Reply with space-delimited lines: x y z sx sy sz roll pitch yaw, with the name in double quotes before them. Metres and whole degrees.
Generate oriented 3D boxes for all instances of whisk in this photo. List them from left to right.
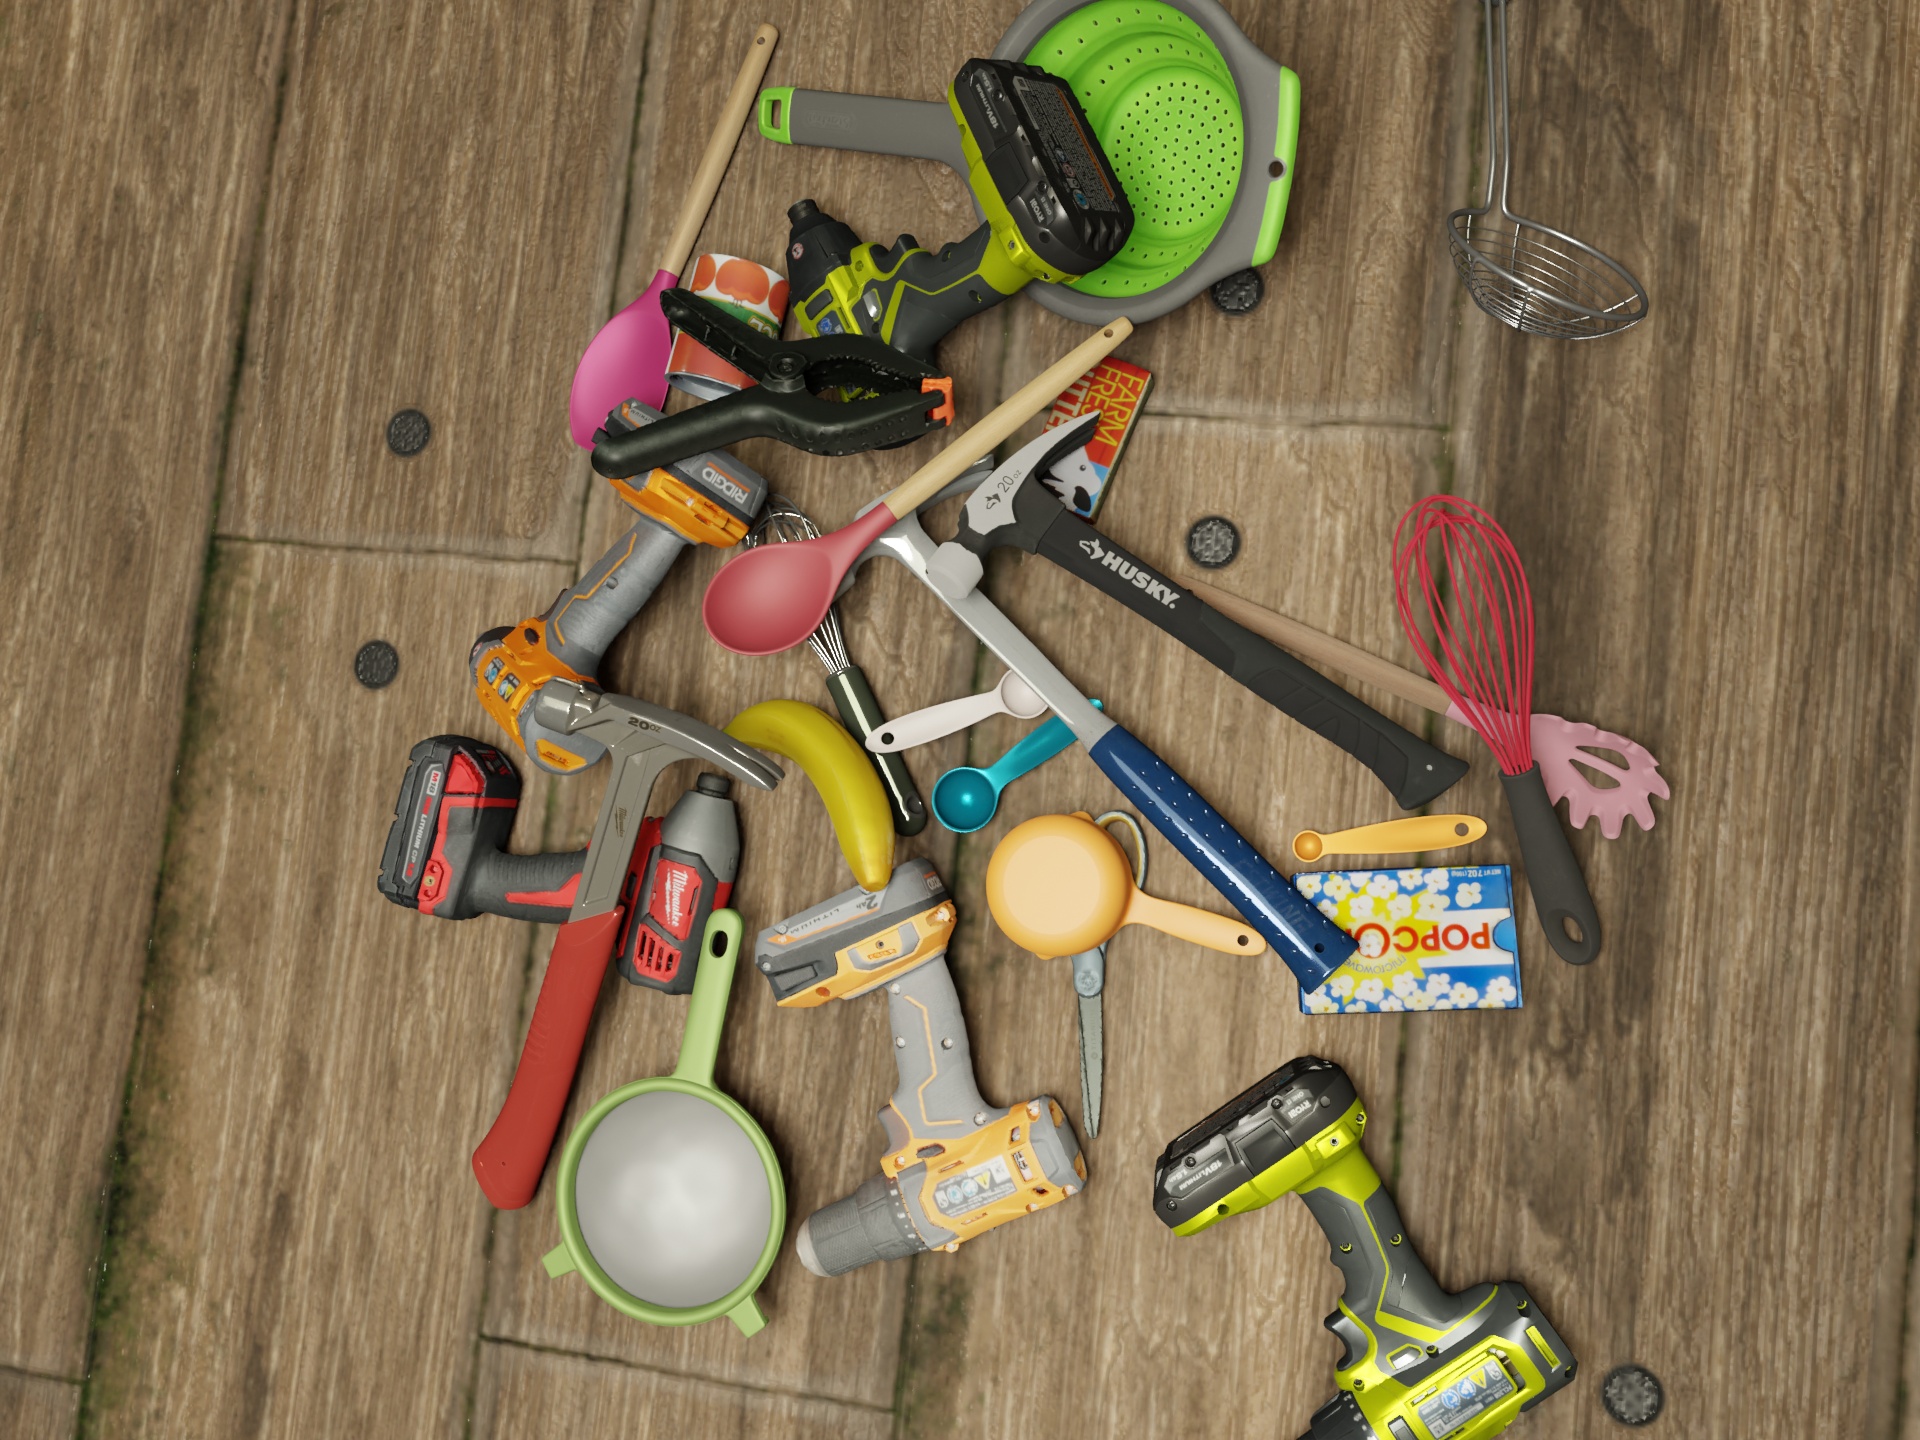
"whisk" -0.081 -0.037 1.035 0.059 0.058 0.246 -31 81 41
"whisk" 0.314 0.010 0.909 0.073 0.073 0.295 -20 103 8

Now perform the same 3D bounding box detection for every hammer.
"hammer" -0.228 0.156 0.980 0.149 0.037 0.359 22 110 4
"hammer" 0.084 0.000 0.969 0.144 0.035 0.406 -40 75 -14
"hammer" 0.155 -0.055 0.955 0.335 0.035 0.146 34 72 7

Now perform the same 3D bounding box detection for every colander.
"colander" 0.045 -0.373 1.023 0.397 0.094 0.204 18 115 30

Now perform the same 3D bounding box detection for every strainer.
"strainer" -0.162 0.244 1.003 0.151 0.069 0.256 11 88 14

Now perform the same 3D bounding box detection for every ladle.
"ladle" -0.023 -0.145 0.965 0.315 0.031 0.069 -38 78 1

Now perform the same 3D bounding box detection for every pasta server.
"pasta server" 0.271 -0.019 0.966 0.316 0.040 0.060 26 115 14

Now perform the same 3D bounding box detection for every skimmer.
"skimmer" 0.347 -0.400 0.964 0.127 0.090 0.363 3 81 -21

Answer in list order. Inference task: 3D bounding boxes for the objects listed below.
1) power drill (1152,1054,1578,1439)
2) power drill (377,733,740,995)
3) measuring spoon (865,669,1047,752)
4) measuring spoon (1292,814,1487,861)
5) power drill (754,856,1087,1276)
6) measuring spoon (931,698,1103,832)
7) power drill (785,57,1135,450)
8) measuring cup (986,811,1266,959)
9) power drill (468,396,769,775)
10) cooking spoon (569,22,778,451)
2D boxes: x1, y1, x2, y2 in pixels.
"power drill" 0.212 0.332 0.923 0.190 0.080 0.228 -36 82 5
"power drill" -0.252 0.084 1.038 0.220 0.078 0.143 15 89 9
"measuring spoon" -0.002 -0.003 1.016 0.124 0.018 0.034 -18 84 -3
"measuring spoon" 0.262 0.072 0.974 0.117 0.011 0.021 -7 84 6
"power drill" -0.049 0.221 0.984 0.185 0.084 0.226 -26 85 9
"measuring spoon" 0.039 0.027 1.020 0.128 0.021 0.042 -35 78 -4
"power drill" -0.016 -0.295 0.984 0.223 0.080 0.171 -30 82 40
"measuring cup" 0.098 0.111 0.959 0.174 0.052 0.095 16 87 16
"power drill" -0.237 -0.091 1.034 0.164 0.084 0.226 33 90 48
"cooking spoon" -0.191 -0.331 1.096 0.069 0.017 0.319 22 89 11
